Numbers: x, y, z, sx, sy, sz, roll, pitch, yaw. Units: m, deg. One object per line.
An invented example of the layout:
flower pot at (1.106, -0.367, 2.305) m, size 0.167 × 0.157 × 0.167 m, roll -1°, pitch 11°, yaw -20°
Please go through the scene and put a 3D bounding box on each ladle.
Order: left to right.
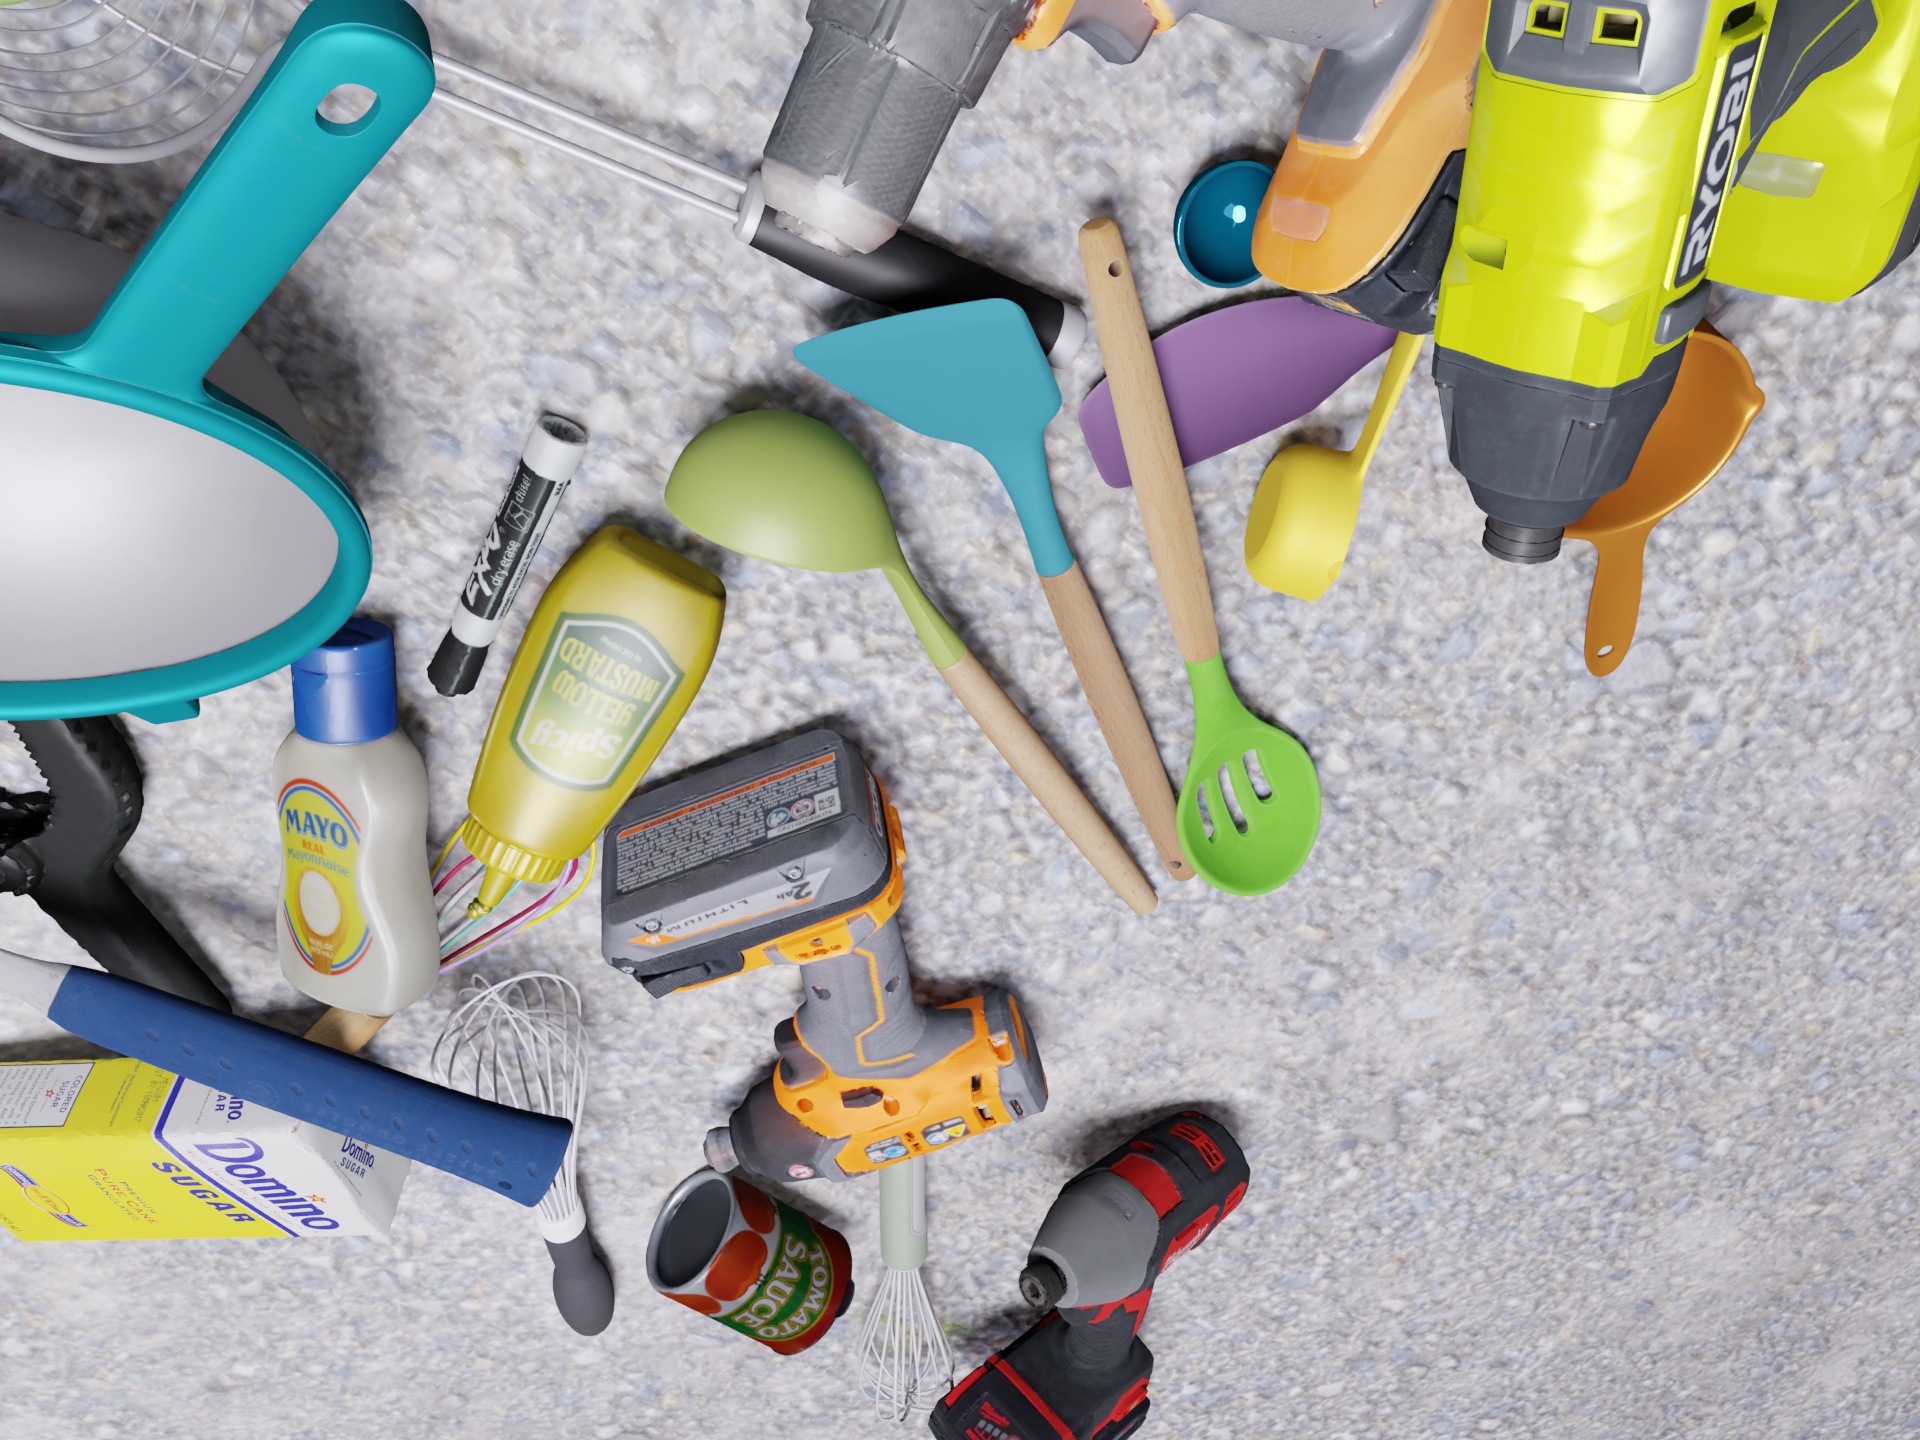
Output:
ladle at (-0.001, -0.002, 0.626) m, size 0.062 × 0.078 × 0.319 m, roll -39°, pitch 130°, yaw 0°

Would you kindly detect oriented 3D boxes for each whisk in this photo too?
whisk at (-0.235, 0.110, 0.676) m, size 0.047 × 0.051 × 0.245 m, roll 31°, pitch 119°, yaw -34°
whisk at (-0.197, 0.218, 0.757) m, size 0.070 × 0.070 × 0.284 m, roll -5°, pitch 132°, yaw -6°
whisk at (-0.029, 0.288, 0.843) m, size 0.059 × 0.058 × 0.246 m, roll 13°, pitch 124°, yaw 18°

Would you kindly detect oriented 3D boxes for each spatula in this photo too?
spatula at (0.041, -0.033, 0.616) m, size 0.082 × 0.044 × 0.317 m, roll -6°, pitch 133°, yaw 25°
spatula at (0.191, -0.160, 0.563) m, size 0.316 × 0.018 × 0.059 m, roll -21°, pitch 133°, yaw 7°

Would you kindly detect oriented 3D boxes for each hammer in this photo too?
hammer at (-0.341, 0.098, 0.582) m, size 0.405 × 0.035 × 0.144 m, roll 26°, pitch 125°, yaw -17°

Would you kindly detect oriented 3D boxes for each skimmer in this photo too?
skimmer at (-0.109, -0.175, 0.455) m, size 0.363 × 0.090 × 0.127 m, roll 16°, pitch 90°, yaw -23°

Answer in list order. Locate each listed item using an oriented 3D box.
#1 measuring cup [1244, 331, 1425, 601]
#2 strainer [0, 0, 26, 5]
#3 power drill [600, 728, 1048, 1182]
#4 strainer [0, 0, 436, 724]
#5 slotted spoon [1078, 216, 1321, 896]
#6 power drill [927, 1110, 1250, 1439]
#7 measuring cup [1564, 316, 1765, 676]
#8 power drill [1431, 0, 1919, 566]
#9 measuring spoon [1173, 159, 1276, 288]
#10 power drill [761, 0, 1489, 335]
measuring cup at (0.135, -0.111, 0.559) m, size 0.029 × 0.062 × 0.156 m, roll 12°, pitch 131°, yaw -4°
strainer at (-0.114, -0.229, 0.369) m, size 0.256 × 0.069 × 0.151 m, roll -35°, pitch 128°, yaw -14°
power drill at (-0.070, 0.122, 0.692) m, size 0.164 × 0.084 × 0.226 m, roll -21°, pitch 131°, yaw 6°
strainer at (-0.244, -0.108, 0.435) m, size 0.340 × 0.095 × 0.210 m, roll -29°, pitch 153°, yaw 35°
slotted spoon at (0.089, -0.048, 0.614) m, size 0.070 × 0.031 × 0.313 m, roll -31°, pitch 129°, yaw -11°
power drill at (0.063, 0.309, 0.823) m, size 0.143 × 0.079 × 0.219 m, roll -21°, pitch 138°, yaw -43°
measuring cup at (0.242, -0.089, 0.608) m, size 0.095 × 0.052 × 0.173 m, roll -17°, pitch 138°, yaw 2°
power drill at (0.205, -0.153, 0.435) m, size 0.223 × 0.080 × 0.171 m, roll -34°, pitch 137°, yaw -36°
measuring spoon at (0.130, -0.177, 0.545) m, size 0.128 × 0.021 × 0.042 m, roll -12°, pitch 123°, yaw -13°
power drill at (0.064, -0.185, 0.445) m, size 0.226 × 0.084 × 0.185 m, roll 20°, pitch 104°, yaw -32°
